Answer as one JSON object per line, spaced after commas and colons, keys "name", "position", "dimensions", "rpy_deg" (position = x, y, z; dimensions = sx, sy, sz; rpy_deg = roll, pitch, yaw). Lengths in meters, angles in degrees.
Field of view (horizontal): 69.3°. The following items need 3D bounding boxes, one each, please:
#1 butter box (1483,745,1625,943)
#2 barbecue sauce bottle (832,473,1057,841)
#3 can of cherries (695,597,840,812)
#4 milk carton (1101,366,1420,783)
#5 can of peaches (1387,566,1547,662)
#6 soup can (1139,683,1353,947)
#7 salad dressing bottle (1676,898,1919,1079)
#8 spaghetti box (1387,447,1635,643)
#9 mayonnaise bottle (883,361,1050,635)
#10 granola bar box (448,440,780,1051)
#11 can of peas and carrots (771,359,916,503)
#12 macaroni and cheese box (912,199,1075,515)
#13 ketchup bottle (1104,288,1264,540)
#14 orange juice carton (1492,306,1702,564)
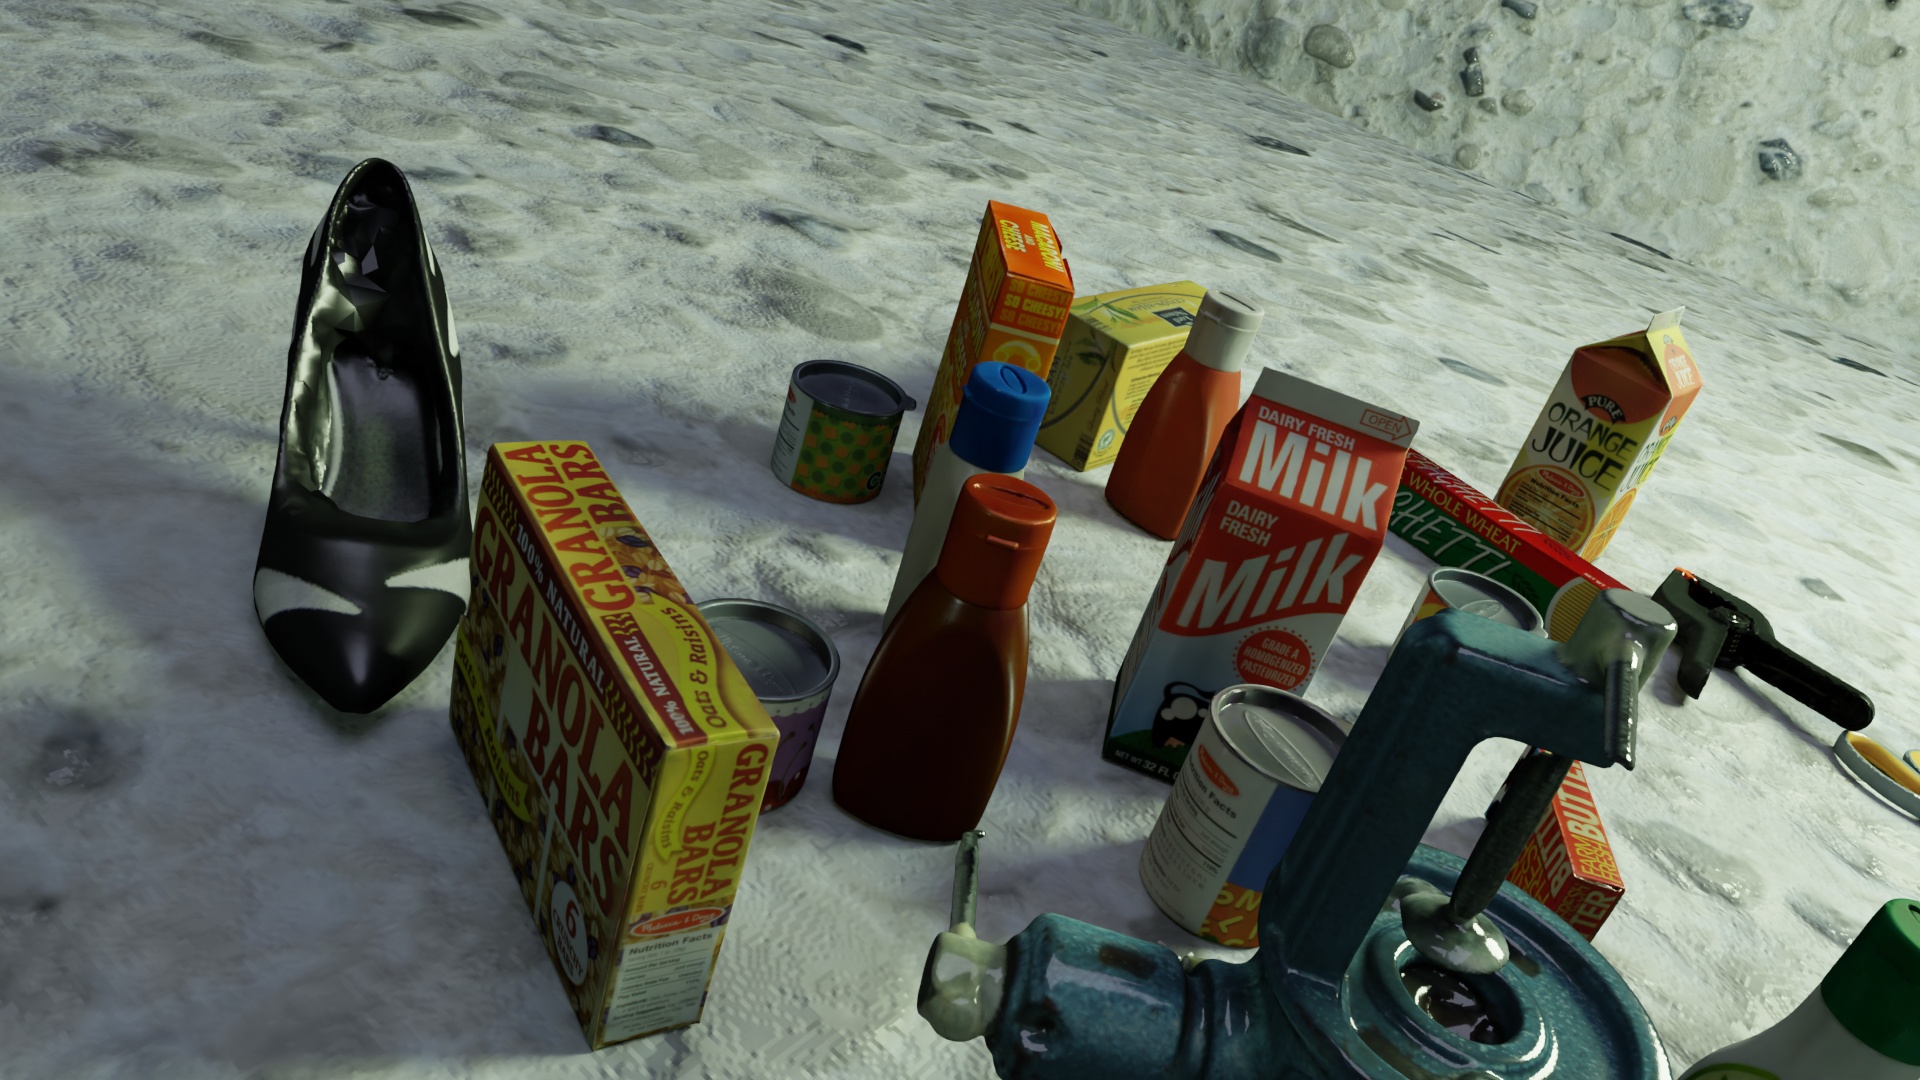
{"name": "butter box", "position": [0.266, 0.140, 0.628], "dimensions": [0.024, 0.053, 0.104], "rpy_deg": [20, 28, 2]}
{"name": "barbecue sauce bottle", "position": [-0.002, 0.046, 0.534], "dimensions": [0.065, 0.147, 0.044], "rpy_deg": [17, 28, -4]}
{"name": "can of cherries", "position": [-0.088, 0.065, 0.544], "dimensions": [0.071, 0.058, 0.072], "rpy_deg": [14, 28, -8]}
{"name": "milk carton", "position": [0.131, 0.018, 0.620], "dimensions": [0.072, 0.189, 0.074], "rpy_deg": [20, 28, 3]}
{"name": "can of peaches", "position": [0.284, 0.058, 0.781], "dimensions": [0.071, 0.057, 0.071], "rpy_deg": [14, 28, -8]}
{"name": "soup can", "position": [0.119, 0.111, 0.560], "dimensions": [0.071, 0.083, 0.072], "rpy_deg": [14, 28, -8]}
{"name": "salad dressing bottle", "position": [0.282, 0.183, 0.461], "dimensions": [0.044, 0.147, 0.064], "rpy_deg": [7, 30, -22]}
{"name": "spaghetti box", "position": [0.345, -0.001, 0.931], "dimensions": [0.029, 0.050, 0.251], "rpy_deg": [-7, 37, -40]}
{"name": "mayonnaise bottle", "position": [0.002, -0.008, 0.633], "dimensions": [0.041, 0.147, 0.065], "rpy_deg": [8, 29, -19]}
{"name": "granola bar box", "position": [-0.124, 0.061, 0.461], "dimensions": [0.039, 0.123, 0.166], "rpy_deg": [-4, 35, -36]}
{"name": "can of peas and carrots", "position": [-0.066, -0.061, 0.781], "dimensions": [0.071, 0.058, 0.071], "rpy_deg": [14, 28, -8]}
{"name": "macaroni and cheese box", "position": [0.014, -0.087, 0.763], "dimensions": [0.040, 0.165, 0.124], "rpy_deg": [13, 28, -11]}
{"name": "ketchup bottle", "position": [0.138, -0.076, 0.836], "dimensions": [0.044, 0.148, 0.065], "rpy_deg": [-13, 41, -45]}
{"name": "orange juice carton", "position": [0.447, -0.074, 0.970], "dimensions": [0.073, 0.191, 0.072], "rpy_deg": [37, 33, 31]}
